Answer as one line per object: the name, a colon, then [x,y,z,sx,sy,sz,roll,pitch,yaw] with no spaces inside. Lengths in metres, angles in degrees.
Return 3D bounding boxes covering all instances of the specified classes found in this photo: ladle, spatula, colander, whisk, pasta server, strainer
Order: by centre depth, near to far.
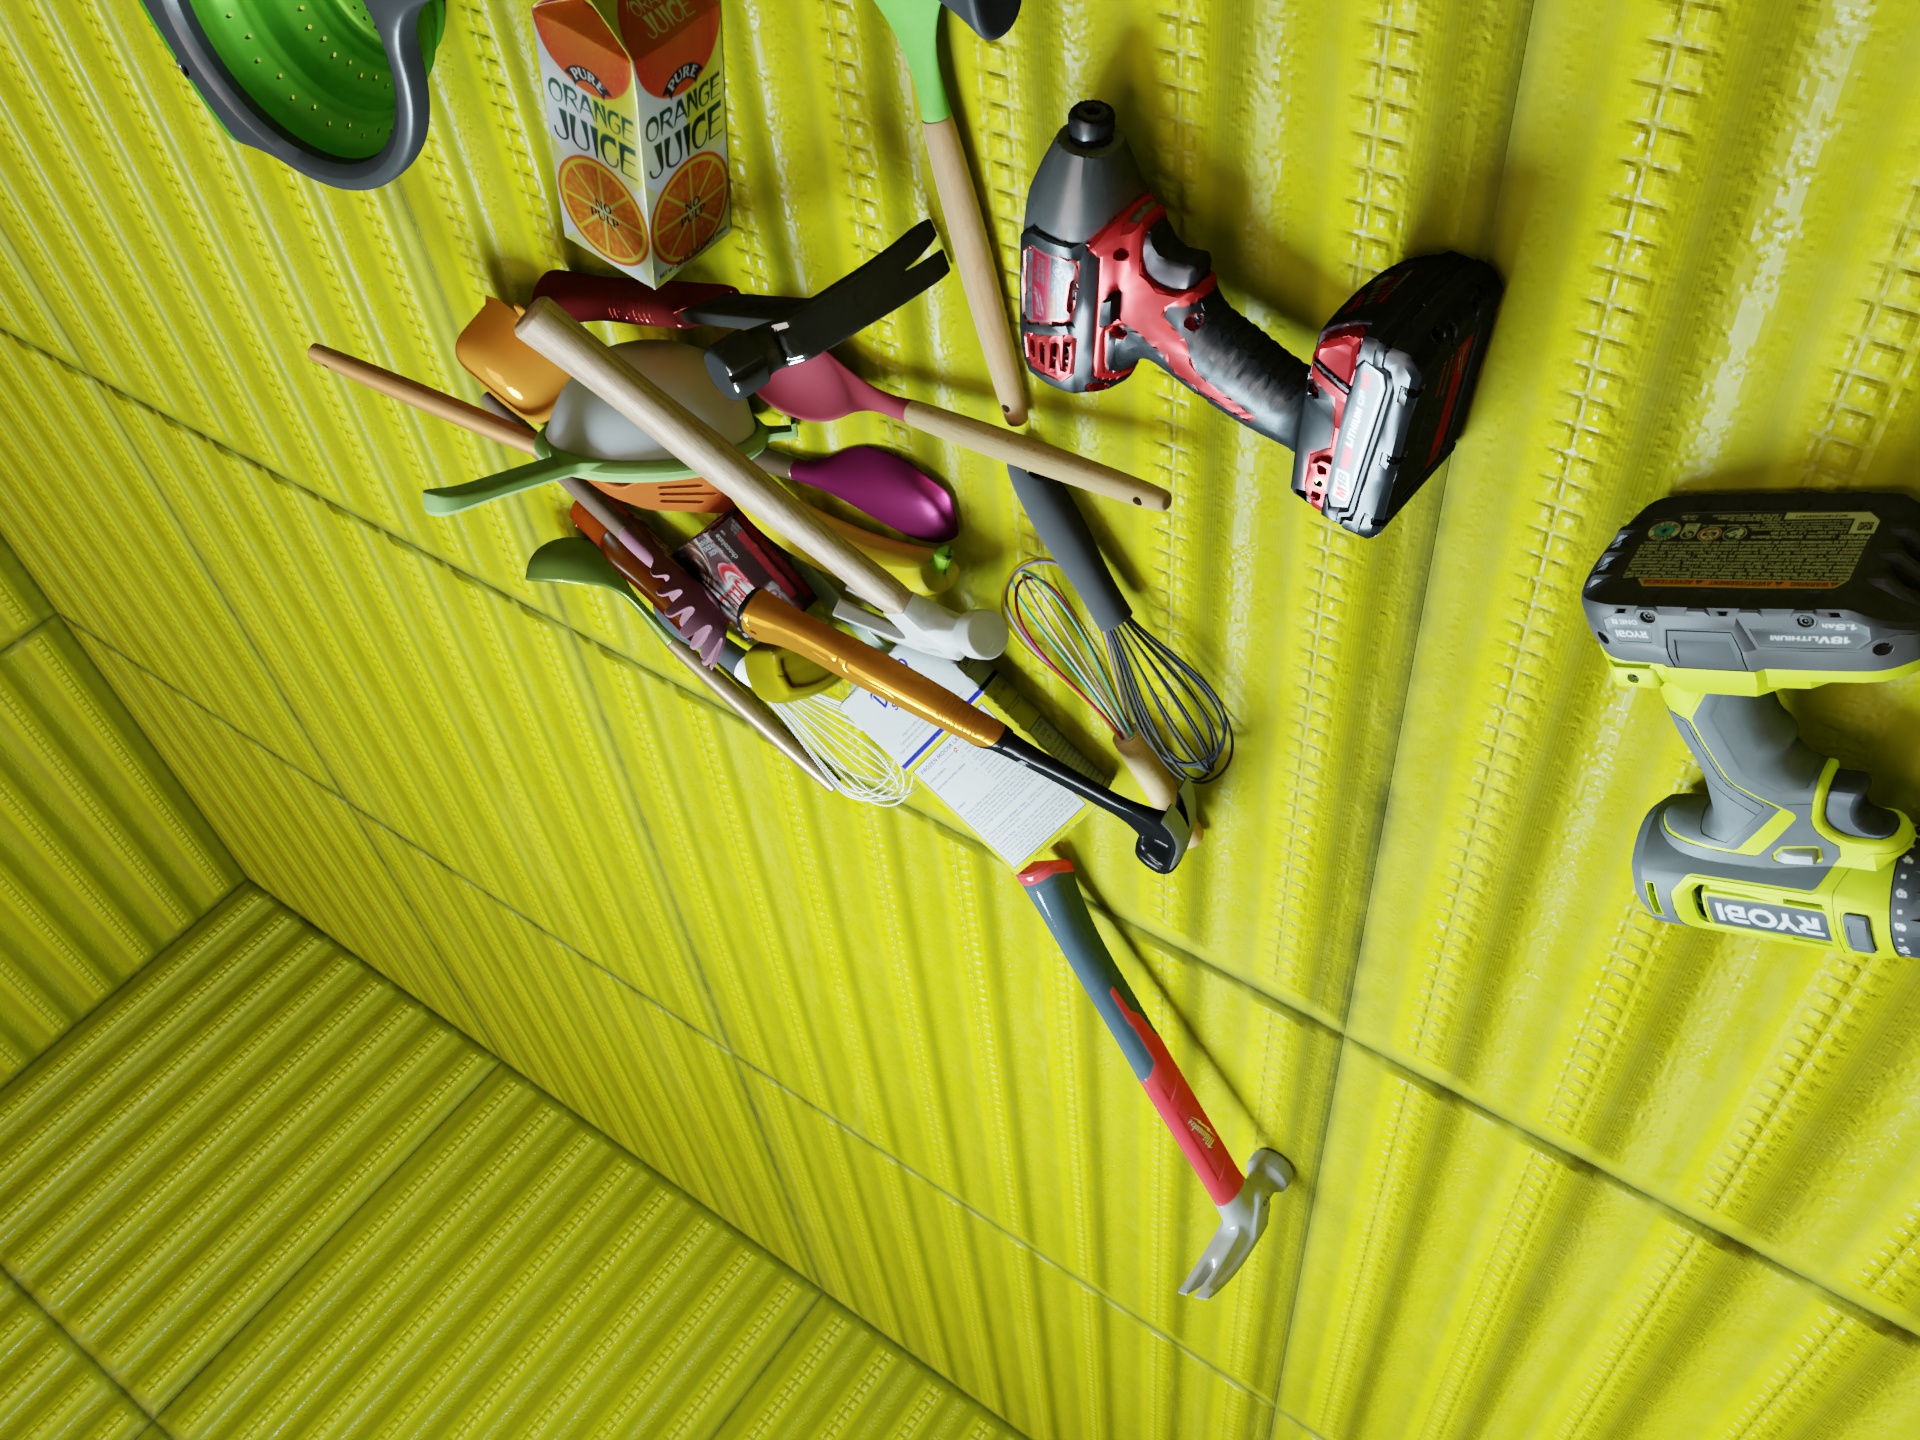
colander: [-0.320,-0.434,0.915,0.397,0.094,0.204,3,133,38]
ladle: [-0.010,-0.173,0.923,0.316,0.031,0.069,26,151,33]
whisk: [0.095,-0.063,0.949,0.055,0.055,0.238,-10,117,54]
strainer: [-0.230,-0.189,0.985,0.151,0.256,0.069,17,120,29]
whisk: [0.094,-0.006,1.023,0.051,0.047,0.244,1,134,47]
spatula: [-0.306,-0.207,1.126,0.322,0.041,0.081,23,164,-1]
pasta server: [-0.278,-0.155,1.220,0.316,0.040,0.060,43,171,21]
whisk: [-0.144,-0.023,1.273,0.285,0.070,0.070,36,150,21]
ladle: [-0.233,-0.040,1.349,0.320,0.062,0.078,42,179,-6]

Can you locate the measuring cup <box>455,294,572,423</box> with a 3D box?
measuring cup: [-0.312,-0.253,1.105,0.095,0.052,0.174,41,176,-11]

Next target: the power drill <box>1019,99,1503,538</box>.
power drill: [0.122,-0.188,0.726,0.220,0.078,0.143,31,148,24]

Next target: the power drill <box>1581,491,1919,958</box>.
power drill: [0.377,0.016,0.686,0.191,0.080,0.228,7,137,46]

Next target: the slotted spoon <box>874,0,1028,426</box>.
slotted spoon: [-0.004,-0.279,0.801,0.070,0.031,0.313,22,146,36]

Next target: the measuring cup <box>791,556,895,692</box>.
measuring cup: [-0.076,-0.048,1.168,0.167,0.038,0.083,48,150,-11]

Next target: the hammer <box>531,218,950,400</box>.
hammer: [-0.163,-0.256,0.961,0.359,0.149,0.036,22,144,51]

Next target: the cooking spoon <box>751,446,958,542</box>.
cooking spoon: [-0.131,-0.177,1.088,0.319,0.017,0.068,21,145,32]

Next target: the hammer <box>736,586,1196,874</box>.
hammer: [-0.002,-0.003,1.033,0.337,0.034,0.127,28,165,13]

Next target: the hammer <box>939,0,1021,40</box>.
hammer: [-0.100,-0.398,0.709,0.335,0.035,0.146,42,151,18]

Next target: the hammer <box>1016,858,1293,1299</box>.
hammer: [0.139,0.274,1.249,0.038,0.143,0.386,-8,120,49]

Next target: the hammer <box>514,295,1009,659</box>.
hammer: [-0.122,-0.136,0.951,0.331,0.031,0.130,37,166,-26]
